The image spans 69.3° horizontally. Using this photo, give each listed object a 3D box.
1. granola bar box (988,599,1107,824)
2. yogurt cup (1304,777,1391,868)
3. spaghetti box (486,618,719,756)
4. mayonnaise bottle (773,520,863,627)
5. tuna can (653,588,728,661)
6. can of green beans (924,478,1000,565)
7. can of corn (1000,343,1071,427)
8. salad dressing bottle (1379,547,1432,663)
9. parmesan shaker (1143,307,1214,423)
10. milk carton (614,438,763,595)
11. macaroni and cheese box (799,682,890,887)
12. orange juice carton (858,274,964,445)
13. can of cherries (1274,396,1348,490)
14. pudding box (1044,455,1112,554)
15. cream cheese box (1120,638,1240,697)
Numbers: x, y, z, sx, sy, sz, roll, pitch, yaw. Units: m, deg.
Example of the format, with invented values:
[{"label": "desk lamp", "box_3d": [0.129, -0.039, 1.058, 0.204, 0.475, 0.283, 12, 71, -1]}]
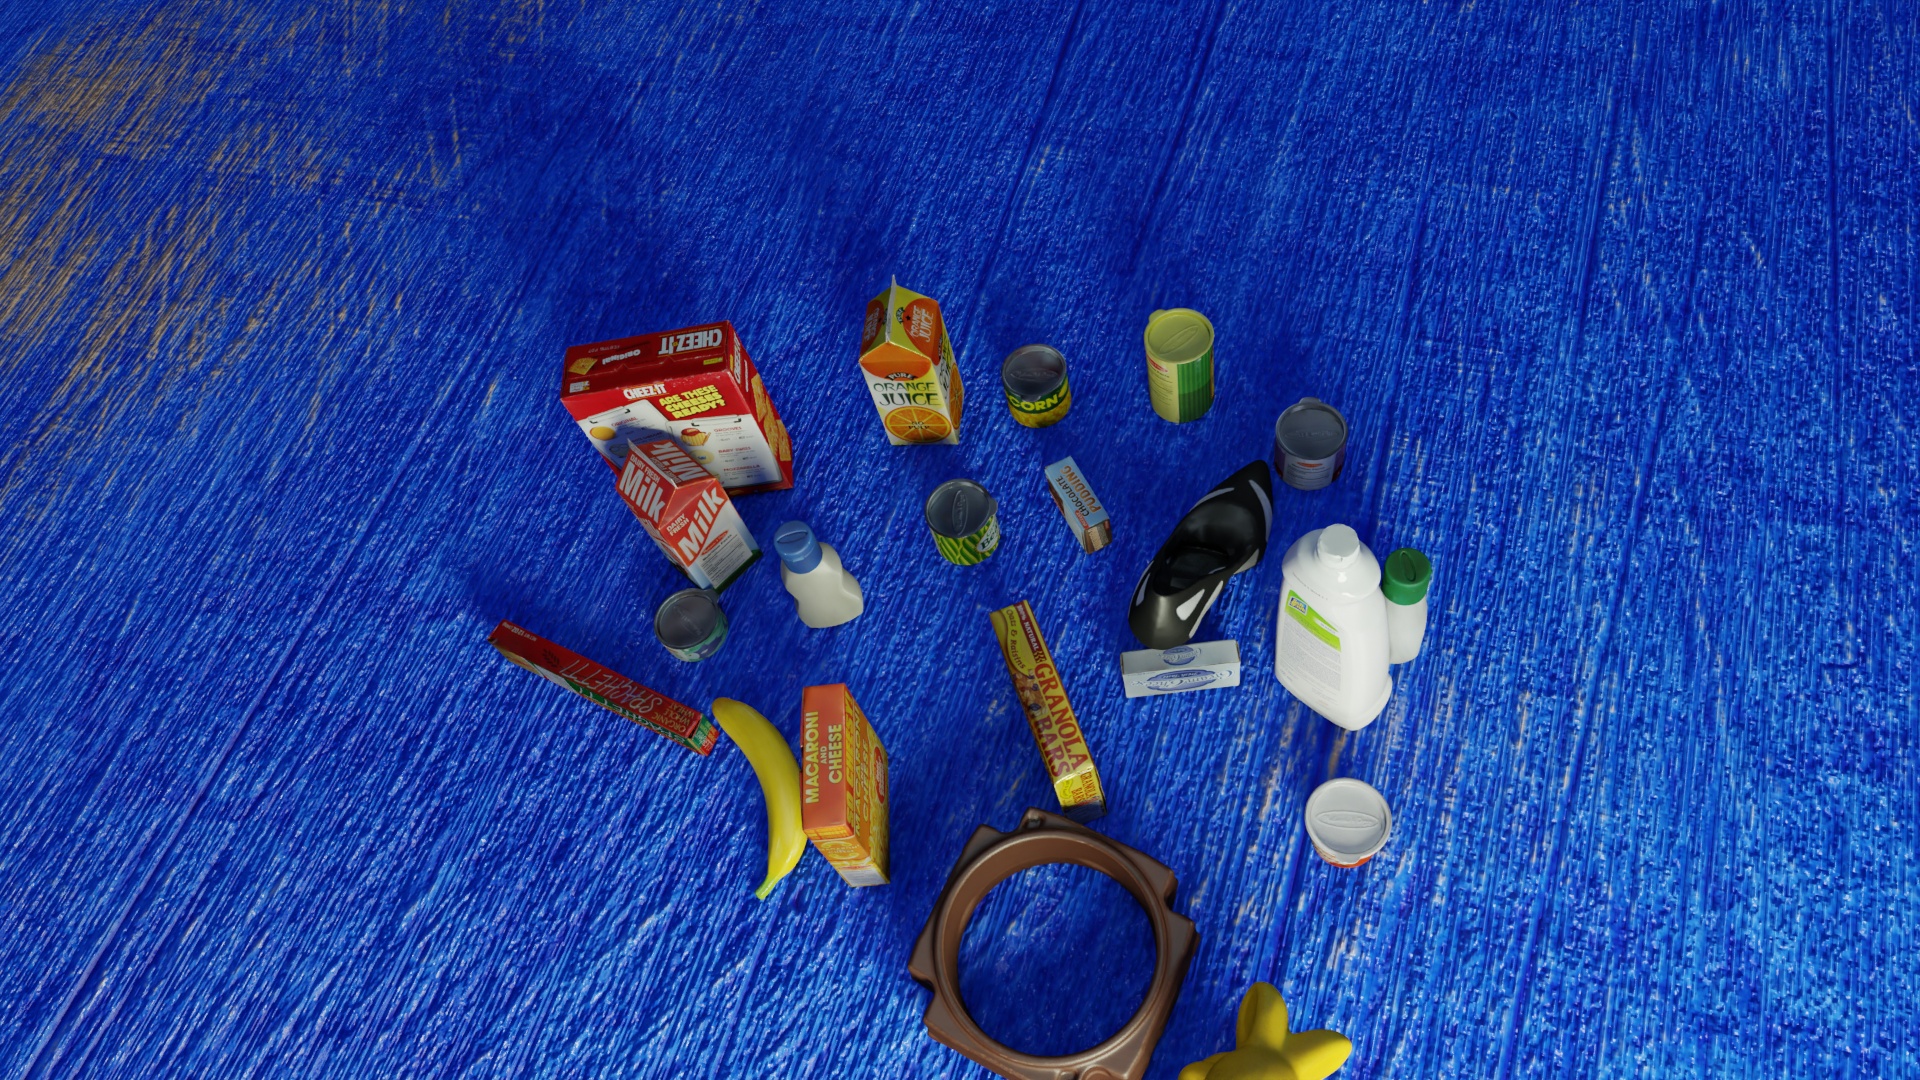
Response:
[{"label": "granola bar box", "box_3d": [0.076, 0.150, 1.196, 0.039, 0.123, 0.166, -21, 59, -1]}, {"label": "yogurt cup", "box_3d": [0.317, 0.235, 1.141, 0.072, 0.053, 0.073, -5, 60, 8]}, {"label": "spaghetti box", "box_3d": [-0.342, 0.140, 1.327, 0.250, 0.050, 0.029, 21, 67, 21]}, {"label": "mayonnaise bottle", "box_3d": [-0.136, 0.032, 1.291, 0.065, 0.147, 0.041, -15, 59, 2]}, {"label": "tuna can", "box_3d": [-0.260, 0.081, 1.355, 0.071, 0.032, 0.071, -5, 60, 8]}, {"label": "can of green beans", "box_3d": [0.003, -0.017, 1.345, 0.071, 0.057, 0.071, -5, 60, 8]}, {"label": "can of corn", "box_3d": [0.077, -0.154, 1.408, 0.071, 0.058, 0.071, -5, 60, 8]}, {"label": "salad dressing bottle", "box_3d": [0.373, 0.055, 1.179, 0.044, 0.147, 0.064, -10, 60, 6]}, {"label": "parmesan shaker", "box_3d": [0.215, -0.173, 1.366, 0.071, 0.102, 0.071, -5, 60, 9]}, {"label": "milk carton", "box_3d": [-0.263, -0.027, 1.325, 0.072, 0.189, 0.073, 38, 74, 27]}, {"label": "macaroni and cheese box", "box_3d": [-0.096, 0.209, 1.171, 0.040, 0.165, 0.124, -8, 60, 7]}, {"label": "orange juice carton", "box_3d": [-0.050, -0.174, 1.366, 0.073, 0.192, 0.072, 0, 61, 11]}, {"label": "can of cherries", "box_3d": [0.333, -0.092, 1.323, 0.071, 0.058, 0.072, -5, 60, 8]}, {"label": "pudding box", "box_3d": [0.114, -0.035, 1.338, 0.030, 0.049, 0.084, -27, 59, -4]}, {"label": "cream cheese box", "box_3d": [0.196, 0.114, 1.235, 0.104, 0.053, 0.024, -7, 60, 7]}]
